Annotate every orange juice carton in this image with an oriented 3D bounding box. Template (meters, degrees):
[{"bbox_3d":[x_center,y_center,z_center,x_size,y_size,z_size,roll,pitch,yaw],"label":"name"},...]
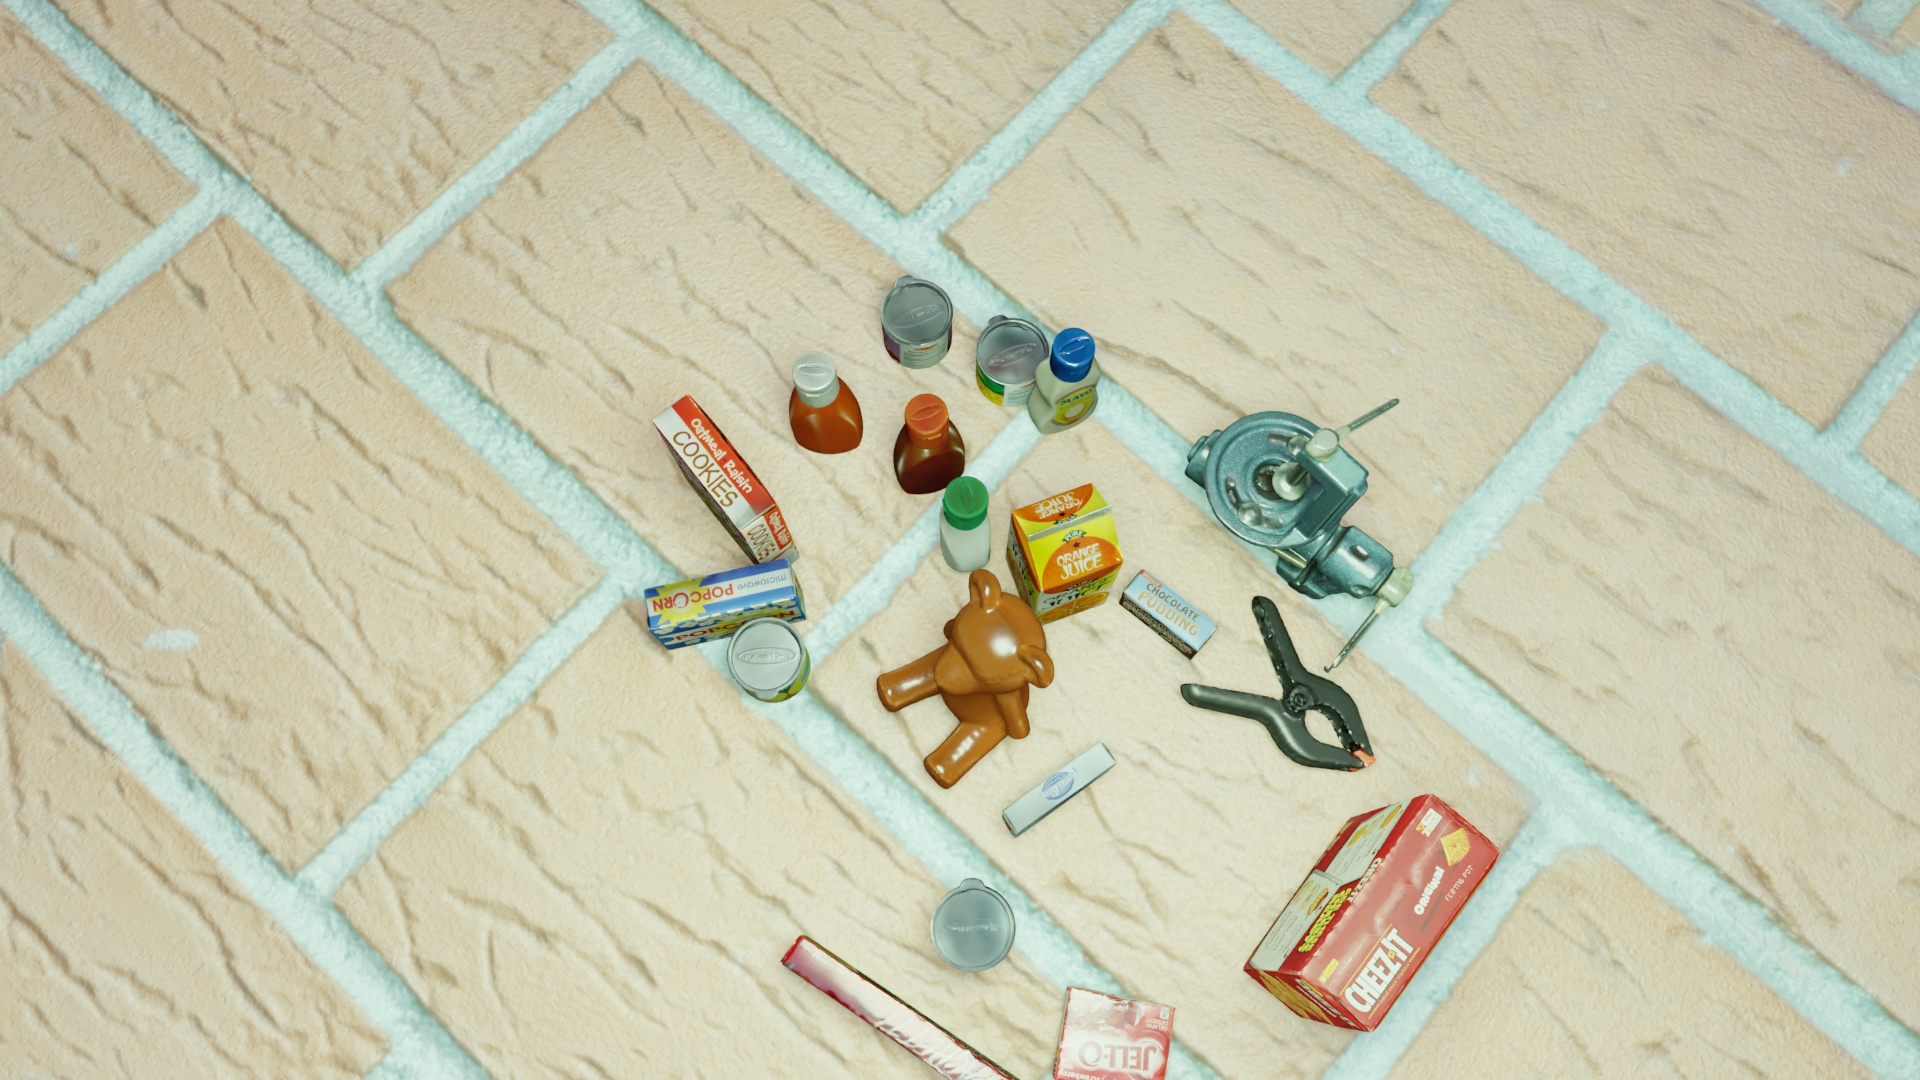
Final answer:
[{"bbox_3d":[0.084,0.011,1.154,0.072,0.192,0.073,-19,75,-5],"label":"orange juice carton"}]

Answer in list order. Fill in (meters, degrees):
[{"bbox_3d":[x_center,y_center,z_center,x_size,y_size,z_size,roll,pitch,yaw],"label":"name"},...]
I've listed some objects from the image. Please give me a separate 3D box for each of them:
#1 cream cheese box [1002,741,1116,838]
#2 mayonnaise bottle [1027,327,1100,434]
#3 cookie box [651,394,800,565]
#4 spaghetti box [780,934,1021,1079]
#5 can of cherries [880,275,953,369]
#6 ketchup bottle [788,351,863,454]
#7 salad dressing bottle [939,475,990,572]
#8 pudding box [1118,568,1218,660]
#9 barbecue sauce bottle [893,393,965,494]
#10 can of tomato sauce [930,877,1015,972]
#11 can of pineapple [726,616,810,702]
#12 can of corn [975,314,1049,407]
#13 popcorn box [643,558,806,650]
[{"bbox_3d":[0.081,0.210,1.168,0.104,0.053,0.024,-34,77,-9],"label":"cream cheese box"},{"bbox_3d":[0.094,-0.140,1.222,0.065,0.147,0.041,-24,76,-7],"label":"mayonnaise bottle"},{"bbox_3d":[-0.195,-0.042,1.181,0.040,0.167,0.123,-38,78,-10],"label":"cookie box"},{"bbox_3d":[-0.033,0.397,1.114,0.250,0.050,0.029,32,76,8],"label":"spaghetti box"},{"bbox_3d":[-0.040,-0.202,1.285,0.071,0.058,0.071,0,74,0],"label":"can of cherries"},{"bbox_3d":[-0.121,-0.119,1.214,0.065,0.148,0.043,2,74,1],"label":"ketchup bottle"},{"bbox_3d":[0.004,-0.015,1.184,0.044,0.147,0.064,-13,75,-4],"label":"salad dressing bottle"},{"bbox_3d":[0.181,0.064,1.213,0.084,0.049,0.030,39,78,10],"label":"pudding box"},{"bbox_3d":[-0.028,-0.083,1.204,0.065,0.148,0.044,-20,75,-6],"label":"barbecue sauce bottle"},{"bbox_3d":[0.009,0.311,1.122,0.071,0.083,0.071,0,74,0],"label":"can of tomato sauce"},{"bbox_3d":[-0.164,0.105,1.195,0.071,0.057,0.071,0,74,0],"label":"can of pineapple"},{"bbox_3d":[0.046,-0.164,1.275,0.071,0.058,0.071,0,74,0],"label":"can of corn"},{"bbox_3d":[-0.200,0.056,1.195,0.127,0.085,0.038,-12,75,-4],"label":"popcorn box"}]
